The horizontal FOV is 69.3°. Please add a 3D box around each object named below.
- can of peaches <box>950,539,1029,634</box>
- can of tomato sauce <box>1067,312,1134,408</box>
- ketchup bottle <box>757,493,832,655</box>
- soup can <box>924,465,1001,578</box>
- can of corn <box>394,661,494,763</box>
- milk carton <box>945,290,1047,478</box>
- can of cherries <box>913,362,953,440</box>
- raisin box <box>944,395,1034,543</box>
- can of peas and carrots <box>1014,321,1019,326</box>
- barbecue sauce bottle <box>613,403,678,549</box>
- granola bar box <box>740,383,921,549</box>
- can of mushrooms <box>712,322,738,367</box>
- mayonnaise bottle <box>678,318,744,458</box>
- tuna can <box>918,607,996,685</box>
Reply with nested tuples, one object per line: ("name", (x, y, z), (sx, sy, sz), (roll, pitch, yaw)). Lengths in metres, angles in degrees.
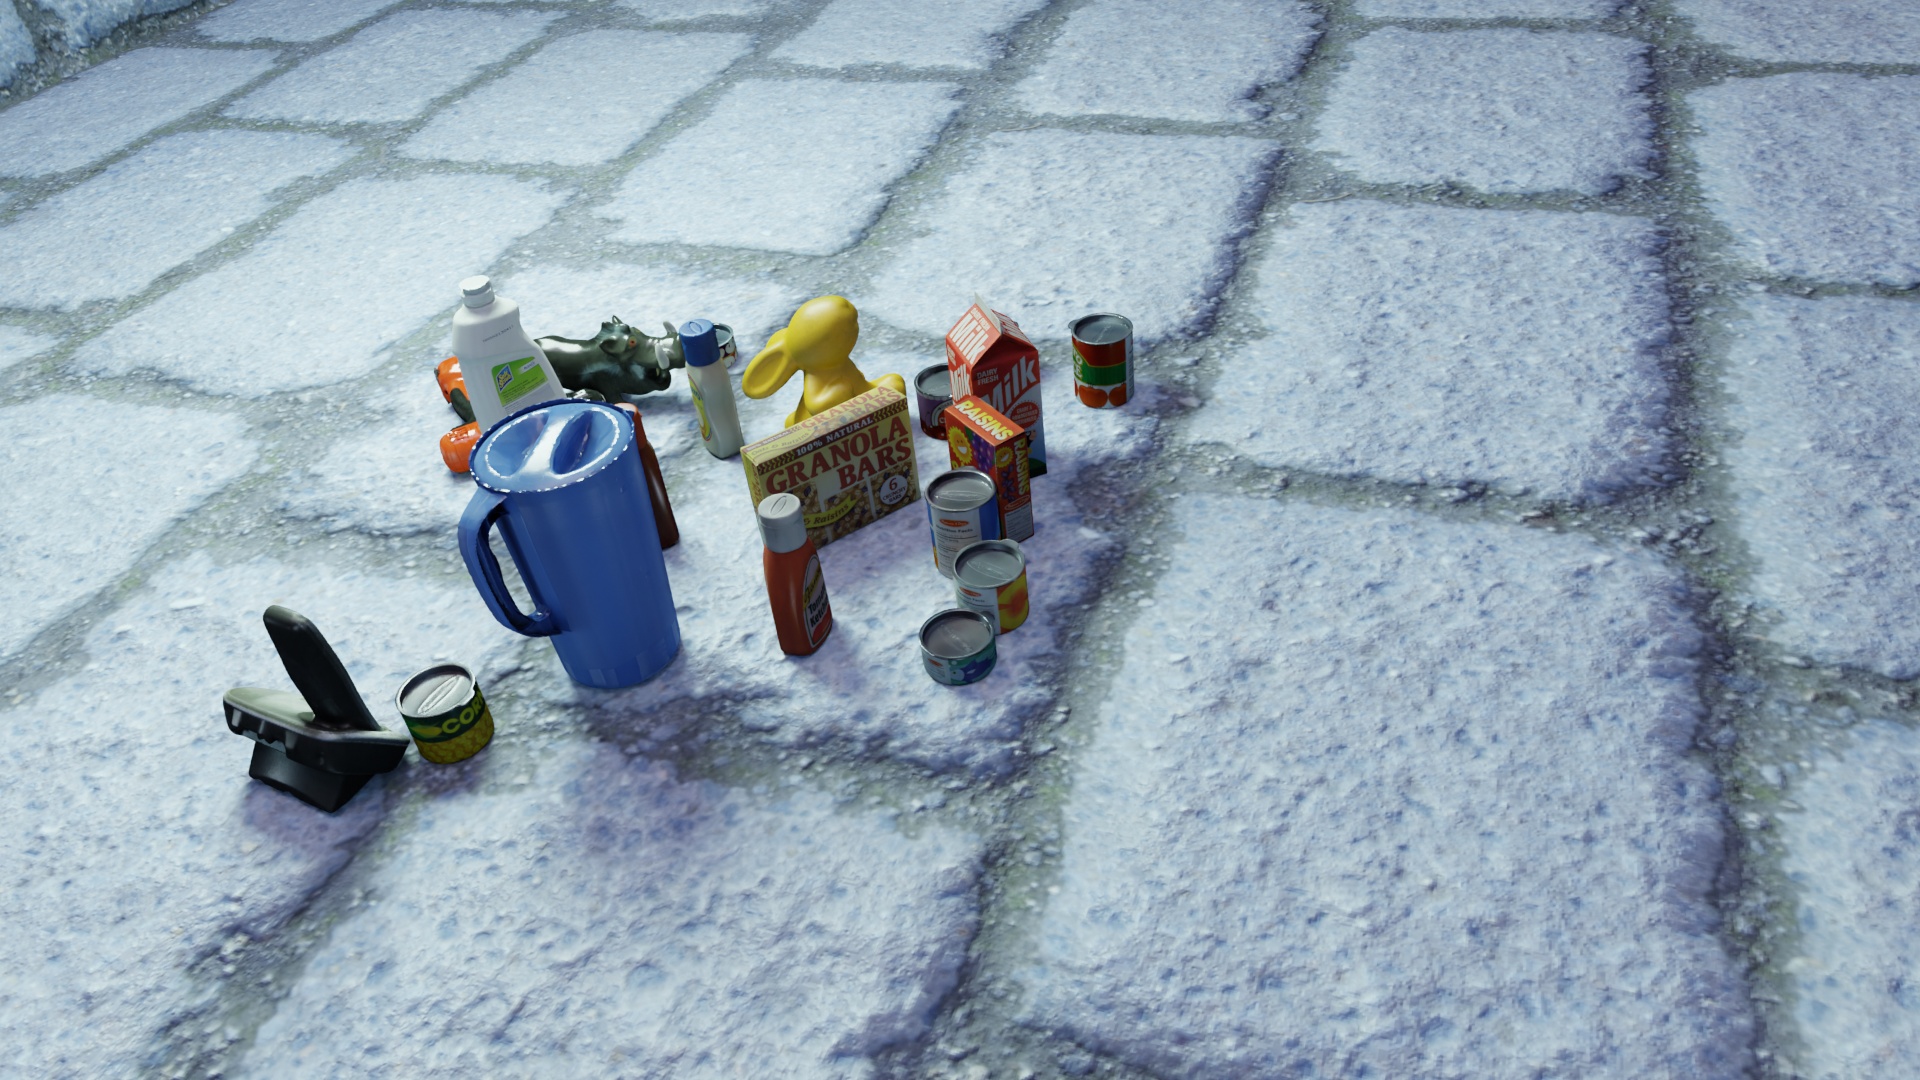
("can of peaches", (0.029, 0.041, 1.242), (0.071, 0.057, 0.071), (-4, 38, 4))
("can of tomato sauce", (0.152, -0.194, 1.500), (0.071, 0.082, 0.071), (-4, 38, 4))
("ketchup bottle", (-0.147, 0.028, 1.213), (0.043, 0.148, 0.065), (6, 40, 17))
("soup can", (0.005, -0.016, 1.298), (0.071, 0.083, 0.072), (-4, 38, 4))
("can of corn", (-0.435, 0.147, 1.180), (0.071, 0.058, 0.071), (-4, 38, 4))
("milk carton", (0.035, -0.150, 1.376), (0.073, 0.189, 0.072), (-18, 39, -13))
("can of cherries", (-0.013, -0.148, 1.487), (0.071, 0.058, 0.072), (-4, 38, 4))
("raisin box", (0.029, -0.065, 1.324), (0.040, 0.122, 0.086), (-26, 42, -22))
("can of peas and carrots", (0.033, -0.213, 1.562), (0.071, 0.058, 0.071), (-4, 38, 4))
("barbecue sauce bottle", (-0.315, -0.063, 1.355), (0.044, 0.147, 0.065), (-26, 42, -22))
("granola bar box", (-0.123, -0.065, 1.346), (0.166, 0.123, 0.039), (-27, 42, -24))
("can of mushrooms", (-0.301, -0.228, 1.654), (0.071, 0.033, 0.071), (-4, 38, 4))
("mayonnaise bottle", (-0.265, -0.163, 1.473), (0.041, 0.147, 0.065), (-23, 41, -19))
("tuna can", (0.000, 0.091, 1.204), (0.071, 0.032, 0.071), (-4, 38, 4))
